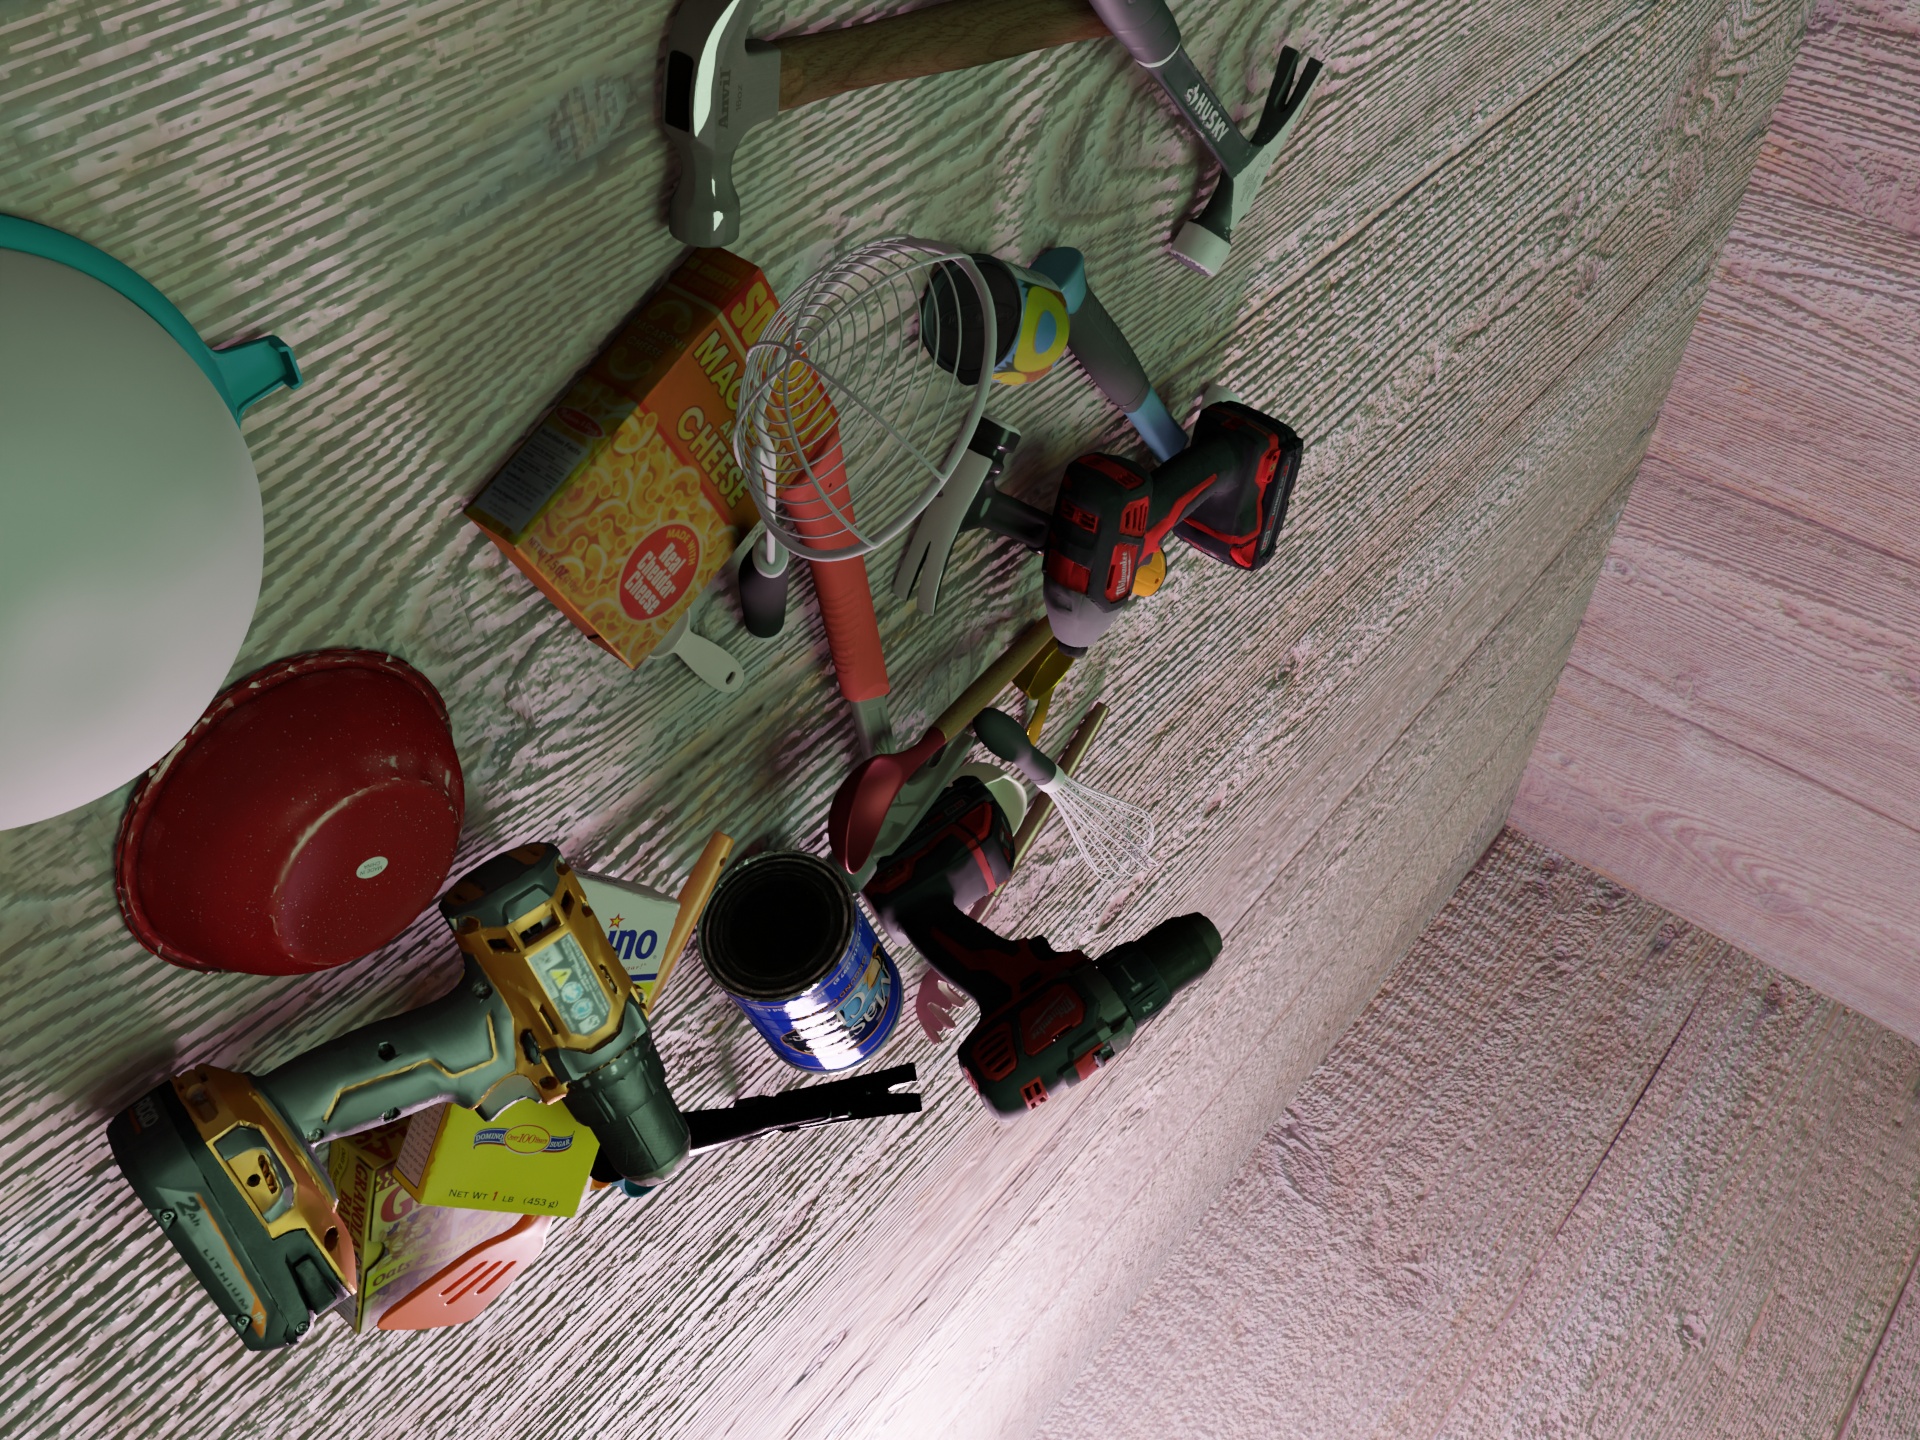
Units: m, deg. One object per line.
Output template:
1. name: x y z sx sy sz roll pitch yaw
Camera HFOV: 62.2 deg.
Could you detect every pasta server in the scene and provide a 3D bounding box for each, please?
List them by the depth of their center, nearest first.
1. pasta server: 0.046 0.126 1.332 0.316 0.040 0.060 -59 166 -3

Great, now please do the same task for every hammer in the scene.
1. hammer: -0.013 -0.329 0.762 0.331 0.031 0.130 -34 145 -41
2. hammer: 0.119 -0.371 0.884 0.149 0.036 0.408 -59 160 11
3. hammer: -0.057 -0.046 0.965 0.149 0.037 0.358 -53 153 -30
4. hammer: -0.135 0.254 1.004 0.334 0.146 0.035 28 49 -71
5. hammer: 0.115 -0.230 1.086 0.128 0.033 0.330 -60 154 0
6. hammer: 0.068 -0.118 1.119 0.336 0.034 0.127 8 110 -62

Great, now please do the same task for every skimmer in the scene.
1. skimmer: -0.056 -0.091 0.721 0.363 0.090 0.127 120 -24 -74

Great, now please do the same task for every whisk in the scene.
1. whisk: 0.085 0.058 1.260 0.070 0.070 0.284 -56 140 -6

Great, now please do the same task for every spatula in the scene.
1. spatula: -0.214 0.204 0.894 0.322 0.041 0.081 -63 152 -5

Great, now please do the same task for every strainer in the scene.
1. strainer: -0.326 0.015 0.504 0.211 0.095 0.340 8 109 -62

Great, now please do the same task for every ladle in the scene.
1. ladle: -0.002 -0.003 1.046 0.315 0.031 0.069 -45 147 -45

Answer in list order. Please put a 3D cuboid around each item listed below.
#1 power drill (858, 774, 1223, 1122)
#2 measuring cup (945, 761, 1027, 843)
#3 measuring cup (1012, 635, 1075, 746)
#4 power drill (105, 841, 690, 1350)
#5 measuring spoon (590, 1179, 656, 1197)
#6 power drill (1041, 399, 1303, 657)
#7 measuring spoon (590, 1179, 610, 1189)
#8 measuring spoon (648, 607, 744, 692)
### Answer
1. power drill: 0.047 0.139 1.072 0.188 0.227 0.080 -33 139 -9
2. measuring cup: -0.024 0.065 1.162 0.167 0.038 0.083 2 117 -42
3. measuring cup: 0.053 -0.017 1.219 0.062 0.029 0.156 -38 159 -31
4. power drill: -0.244 0.189 0.744 0.226 0.084 0.185 -34 112 -26
5. measuring spoon: -0.242 0.293 1.037 0.128 0.021 0.042 11 103 -53
6. power drill: 0.139 -0.133 1.106 0.219 0.079 0.143 -29 140 -41
7. measuring spoon: -0.266 0.299 0.987 0.117 0.011 0.021 -15 119 -40
8. measuring spoon: -0.146 -0.039 0.858 0.034 0.018 0.124 -57 160 -5
